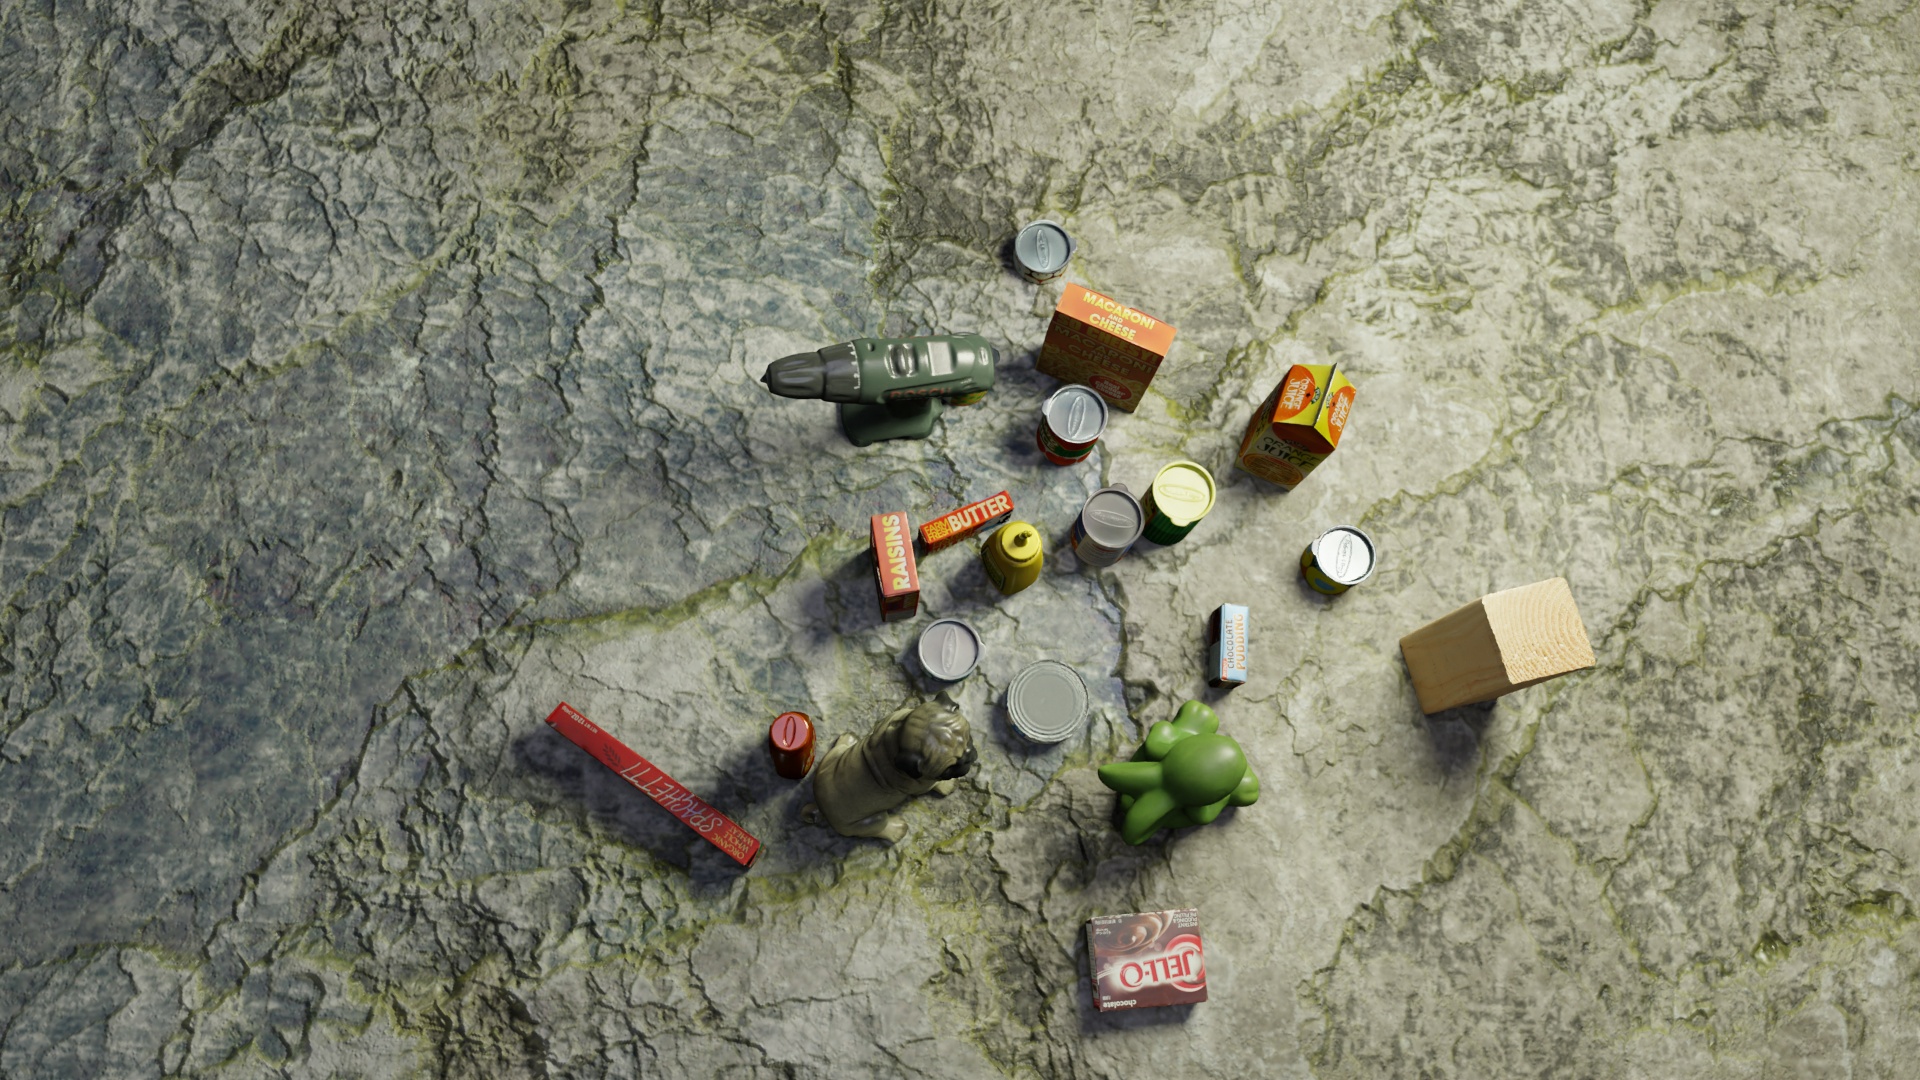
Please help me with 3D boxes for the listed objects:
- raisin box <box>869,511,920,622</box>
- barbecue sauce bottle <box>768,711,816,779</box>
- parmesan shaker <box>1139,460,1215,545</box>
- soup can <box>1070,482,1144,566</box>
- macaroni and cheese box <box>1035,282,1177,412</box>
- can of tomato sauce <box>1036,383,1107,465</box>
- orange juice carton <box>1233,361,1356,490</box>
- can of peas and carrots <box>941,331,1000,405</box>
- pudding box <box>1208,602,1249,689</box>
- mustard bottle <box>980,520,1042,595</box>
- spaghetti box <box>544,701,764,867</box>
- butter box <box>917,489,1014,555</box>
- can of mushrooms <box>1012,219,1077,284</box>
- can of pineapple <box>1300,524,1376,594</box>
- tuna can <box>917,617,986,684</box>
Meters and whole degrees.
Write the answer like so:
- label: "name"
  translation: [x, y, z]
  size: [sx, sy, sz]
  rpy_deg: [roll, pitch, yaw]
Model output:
- label: "raisin box"
  translation: [-0.069, 0.028, 1.425]
  size: [0.040, 0.123, 0.086]
  rpy_deg: [-8, 76, -7]
- label: "barbecue sauce bottle"
  translation: [-0.165, 0.196, 1.357]
  size: [0.044, 0.148, 0.065]
  rpy_deg: [7, 75, -3]
- label: "parmesan shaker"
  translation: [0.226, -0.035, 1.477]
  size: [0.071, 0.103, 0.071]
  rpy_deg: [1, 75, -4]
- label: "soup can"
  translation: [0.156, -0.016, 1.476]
  size: [0.071, 0.083, 0.071]
  rpy_deg: [1, 75, -4]
- label: "macaroni and cheese box"
  translation: [0.152, -0.205, 1.486]
  size: [0.124, 0.166, 0.040]
  rpy_deg: [24, 75, 2]
- label: "can of tomato sauce"
  translation: [0.118, -0.124, 1.504]
  size: [0.071, 0.083, 0.071]
  rpy_deg: [1, 75, -4]
- label: "orange juice carton"
  translation: [0.357, -0.123, 1.466]
  size: [0.073, 0.192, 0.072]
  rpy_deg: [23, 74, 2]
- label: "can of peas and carrots"
  translation: [0.006, -0.188, 1.525]
  size: [0.071, 0.058, 0.071]
  rpy_deg: [1, 75, -4]
- label: "pudding box"
  translation: [0.283, 0.112, 1.469]
  size: [0.030, 0.049, 0.084]
  rpy_deg: [6, 74, -3]
- label: "mustard bottle"
  translation: [0.055, 0.011, 1.421]
  size: [0.049, 0.159, 0.065]
  rpy_deg: [-27, 79, -11]
- label: "spaghetti box"
  translation: [-0.302, 0.244, 1.384]
  size: [0.250, 0.050, 0.029]
  rpy_deg: [34, 75, 5]
- label: "butter box"
  translation: [0.005, -0.019, 1.481]
  size: [0.104, 0.053, 0.024]
  rpy_deg: [-23, 78, -10]
- label: "can of mushrooms"
  translation: [0.096, -0.328, 1.585]
  size: [0.071, 0.033, 0.071]
  rpy_deg: [1, 74, -4]
- label: "can of pineapple"
  translation: [0.406, 0.021, 1.500]
  size: [0.071, 0.057, 0.071]
  rpy_deg: [1, 75, -4]
- label: "tuna can"
  translation: [-0.010, 0.116, 1.452]
  size: [0.071, 0.032, 0.071]
  rpy_deg: [1, 74, -4]
